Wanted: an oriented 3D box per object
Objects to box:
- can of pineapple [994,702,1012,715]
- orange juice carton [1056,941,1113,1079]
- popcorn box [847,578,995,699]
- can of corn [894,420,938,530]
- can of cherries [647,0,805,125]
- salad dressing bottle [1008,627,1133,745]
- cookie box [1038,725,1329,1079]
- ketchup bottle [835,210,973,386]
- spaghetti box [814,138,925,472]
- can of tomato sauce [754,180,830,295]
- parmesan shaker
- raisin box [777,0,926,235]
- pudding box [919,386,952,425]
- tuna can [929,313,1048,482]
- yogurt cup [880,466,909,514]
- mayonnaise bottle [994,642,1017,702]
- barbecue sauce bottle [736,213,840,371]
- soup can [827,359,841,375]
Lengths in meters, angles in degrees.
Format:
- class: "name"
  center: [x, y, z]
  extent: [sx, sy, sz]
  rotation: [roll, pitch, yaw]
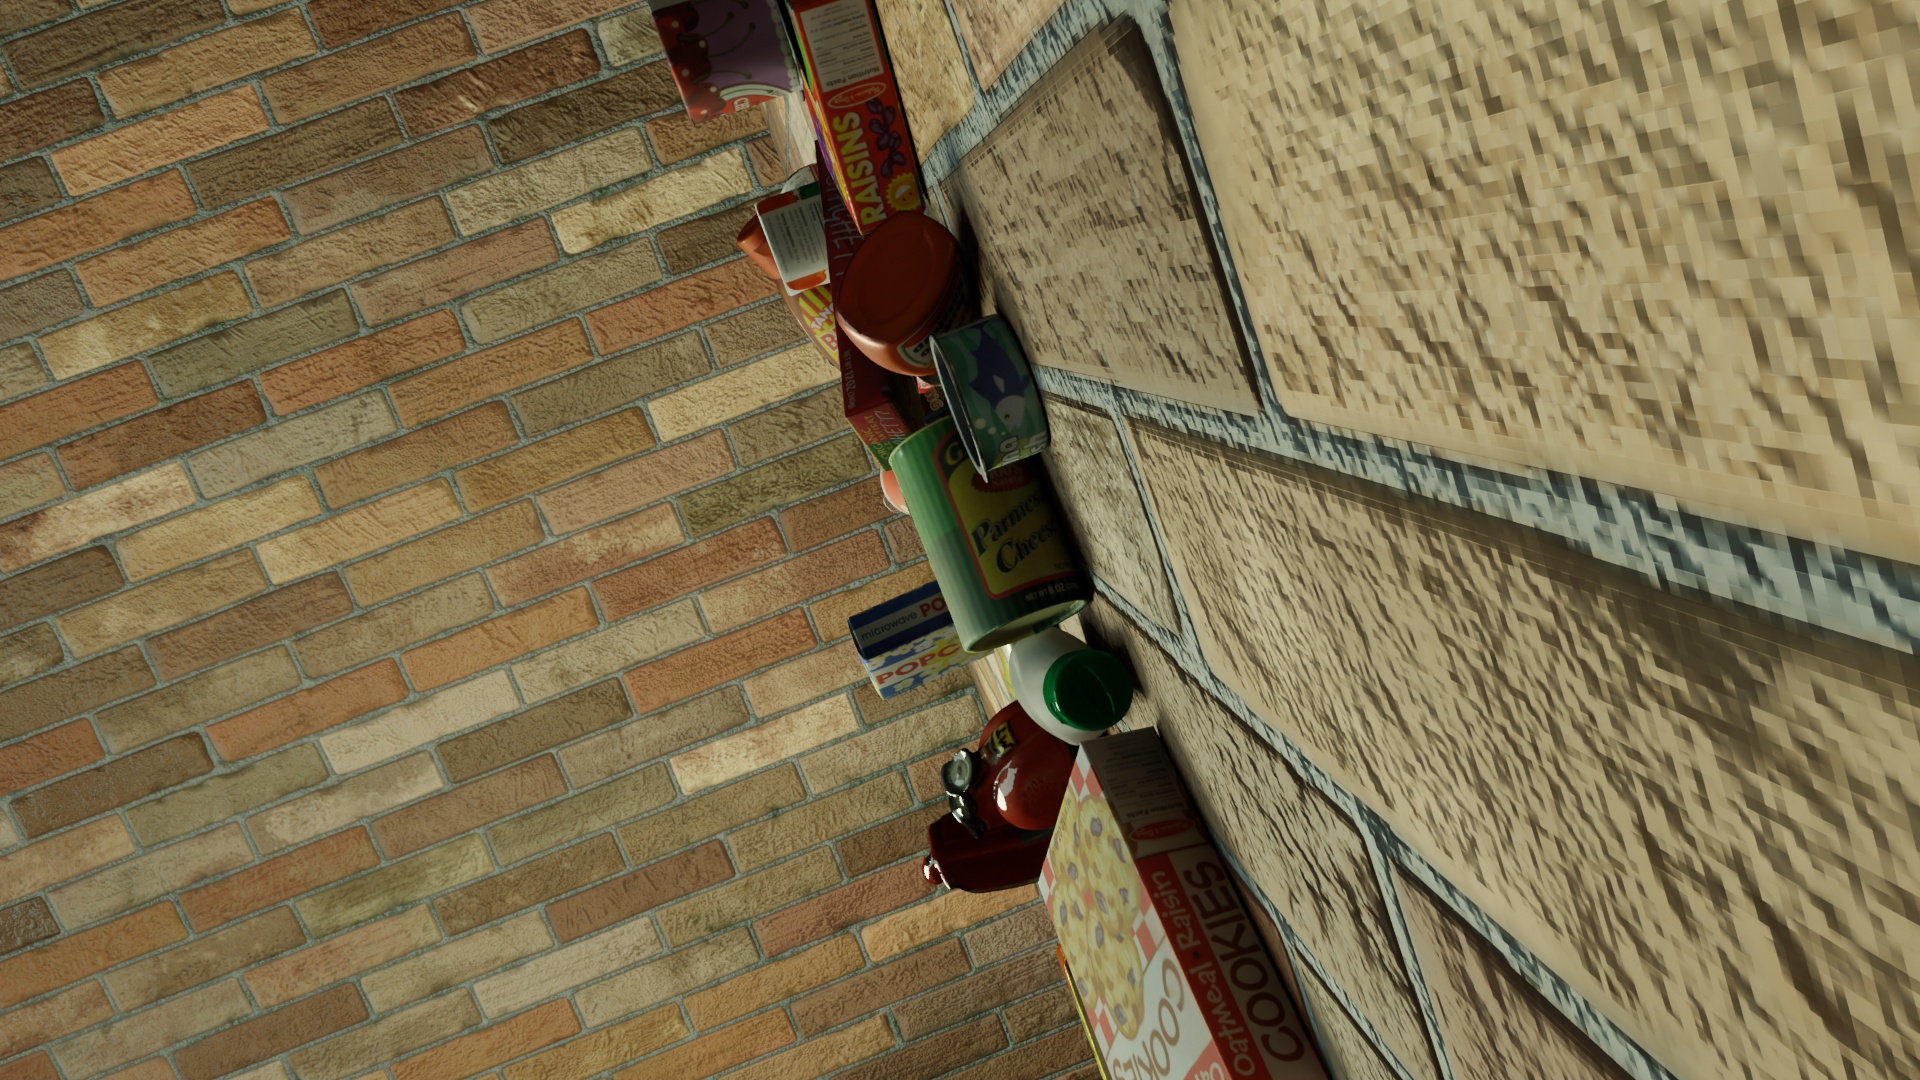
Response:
- class: "can of pineapple"
  center: [0.055, 0.161, 1.028]
  extent: [0.058, 0.071, 0.070]
  rotation: [-120, 10, -67]
- class: "orange juice carton"
  center: [0.115, 0.305, 0.884]
  extent: [0.071, 0.073, 0.193]
  rotation: [90, 159, -81]
- class: "popcorn box"
  center: [-0.012, 0.062, 1.002]
  extent: [0.085, 0.127, 0.038]
  rotation: [76, 170, -62]
- class: "can of corn"
  center: [-0.015, -0.048, 0.944]
  extent: [0.071, 0.058, 0.071]
  rotation: [165, 85, -87]
- class: "can of cherries"
  center: [-0.114, -0.240, 0.676]
  extent: [0.071, 0.058, 0.071]
  rotation: [164, 86, -86]
- class: "salad dressing bottle"
  center: [0.055, 0.072, 0.685]
  extent: [0.064, 0.044, 0.147]
  rotation: [55, 175, 2]
- class: "cookie box"
  center: [0.086, 0.185, 0.600]
  extent: [0.122, 0.040, 0.168]
  rotation: [100, 155, -46]
- class: "ketchup bottle"
  center: [-0.020, -0.108, 0.672]
  extent: [0.043, 0.064, 0.148]
  rotation: [33, 179, 9]
- class: "spaghetti box"
  center: [-0.053, -0.146, 0.791]
  extent: [0.050, 0.028, 0.251]
  rotation: [56, -162, -48]
- class: "can of tomato sauce"
  center: [-0.086, -0.206, 0.922]
  extent: [0.071, 0.083, 0.071]
  rotation: [164, 86, -86]
- class: "parmesan shaker"
  center: [0.017, -0.006, 0.676]
  extent: [0.071, 0.071, 0.103]
  rotation: [83, 165, -76]
- class: "raisin box"
  center: [-0.058, -0.230, 0.700]
  extent: [0.086, 0.040, 0.122]
  rotation: [-116, 7, -47]
- class: "pudding box"
  center: [-0.023, -0.105, 0.974]
  extent: [0.083, 0.030, 0.049]
  rotation: [97, 151, -83]
- class: "tuna can"
  center: [0.013, -0.063, 0.616]
  extent: [0.071, 0.033, 0.071]
  rotation: [165, 85, -87]
- class: "yogurt cup"
  center: [-0.023, -0.048, 1.057]
  extent: [0.054, 0.072, 0.072]
  rotation: [-147, 35, -70]
- class: "mayonnaise bottle"
  center: [0.050, 0.091, 0.911]
  extent: [0.065, 0.041, 0.147]
  rotation: [-120, 10, -60]
- class: "barbecue sauce bottle"
  center: [-0.095, -0.174, 0.994]
  extent: [0.148, 0.064, 0.044]
  rotation: [44, -155, -27]
- class: "soup can"
  center: [-0.072, -0.149, 1.154]
  extent: [0.083, 0.071, 0.071]
  rotation: [81, 167, -75]
